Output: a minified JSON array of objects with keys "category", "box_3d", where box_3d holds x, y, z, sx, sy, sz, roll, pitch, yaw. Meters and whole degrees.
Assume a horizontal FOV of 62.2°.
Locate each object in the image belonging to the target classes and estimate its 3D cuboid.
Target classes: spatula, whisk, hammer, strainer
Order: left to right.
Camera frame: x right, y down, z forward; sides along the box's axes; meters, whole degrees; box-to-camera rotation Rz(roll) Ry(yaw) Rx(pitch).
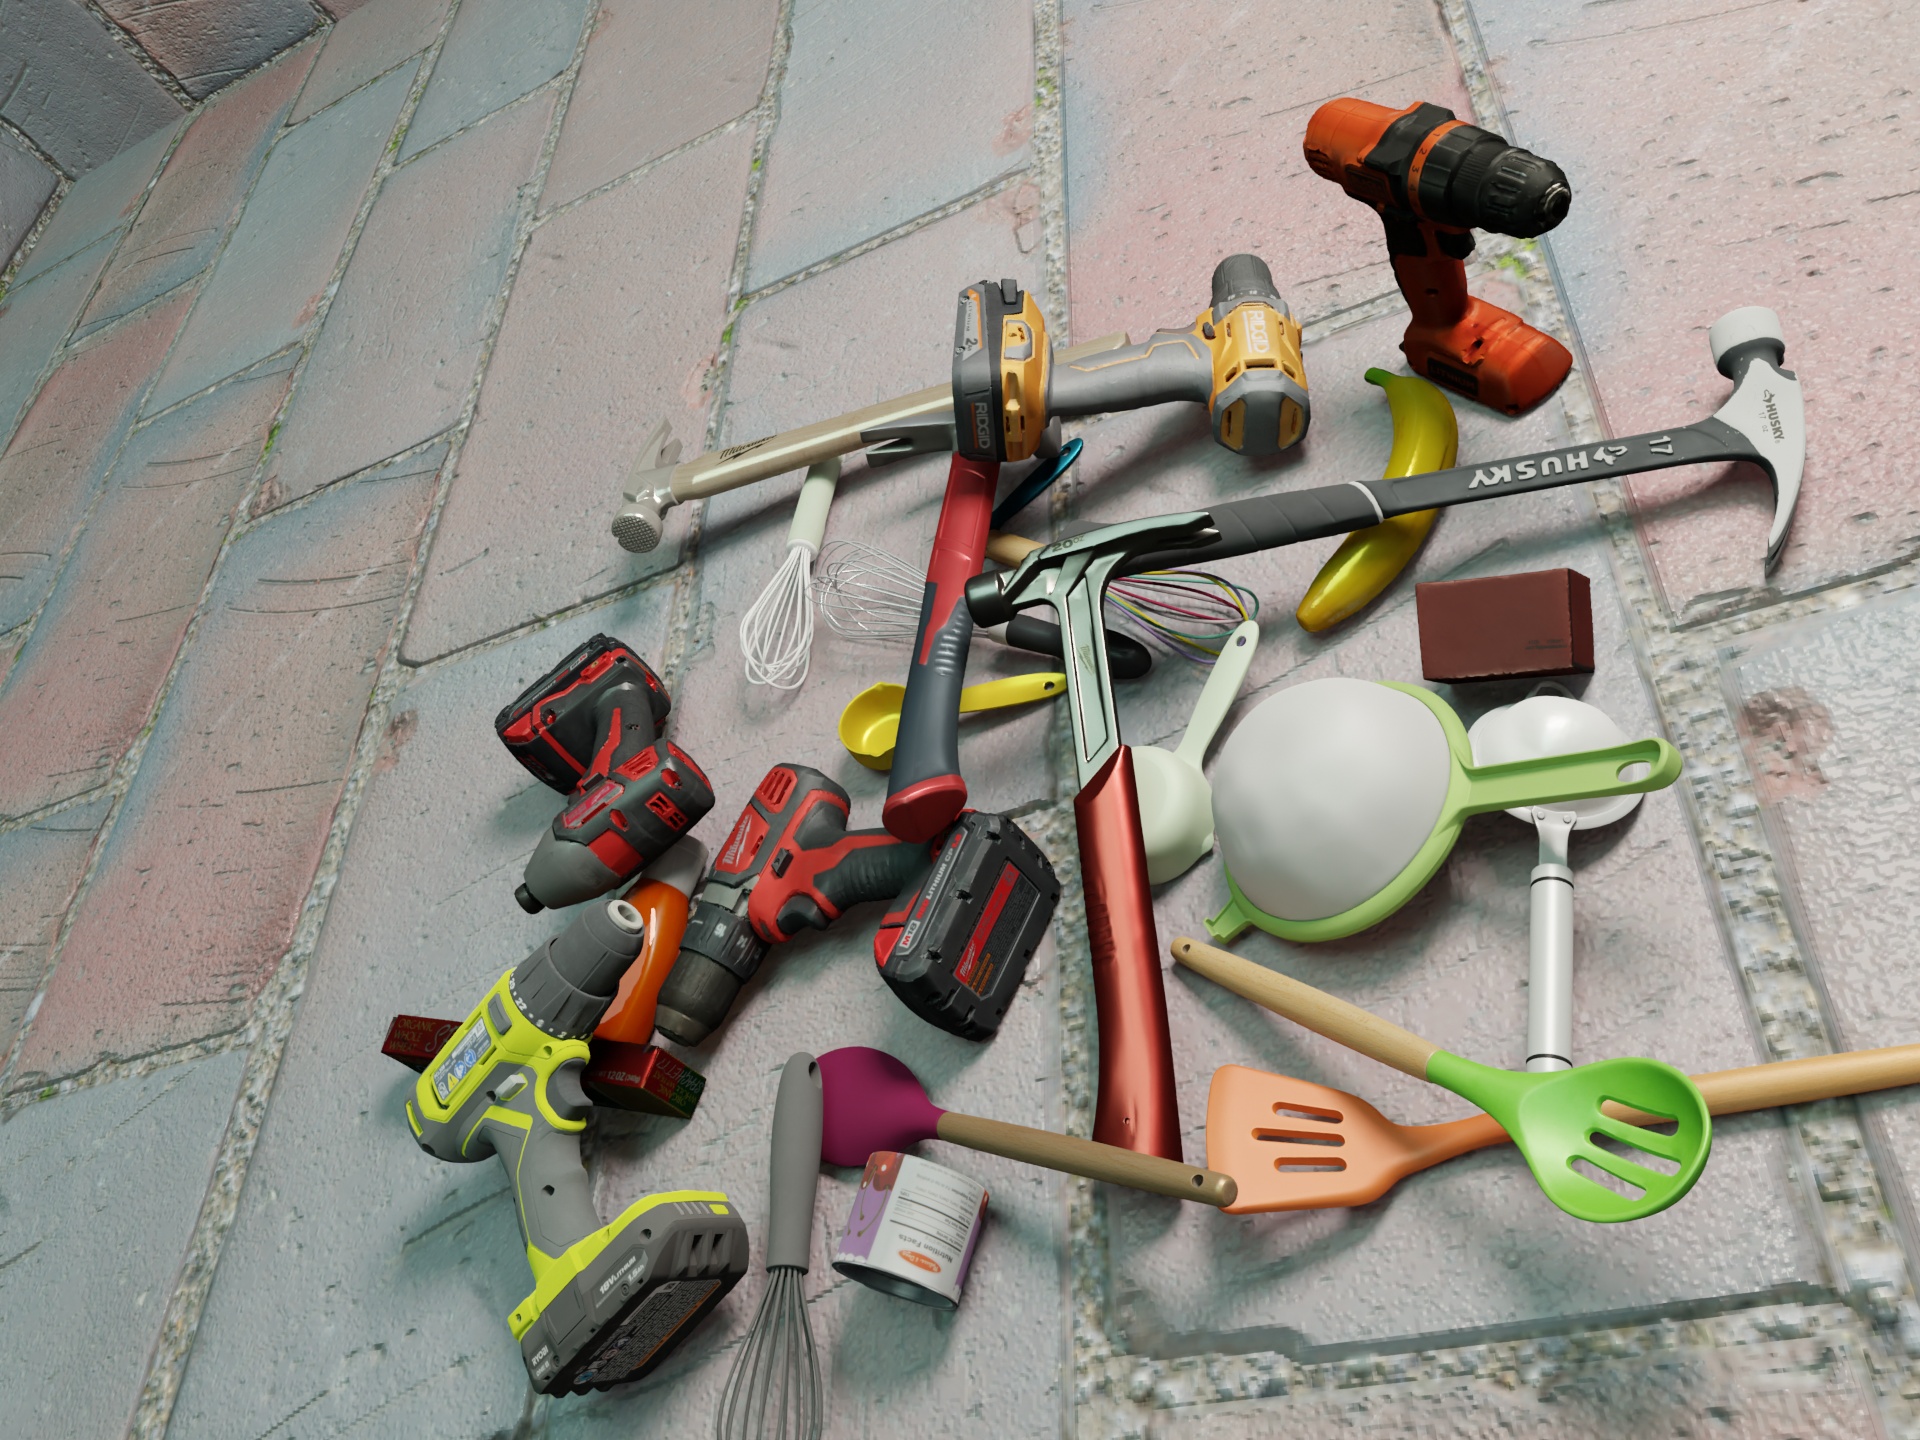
[{"category":"whisk","box_3d":[-0.093,0.285,0.829,0.055,0.055,0.239,-17,50,23]},{"category":"whisk","box_3d":[-0.118,-0.120,1.179,0.058,0.059,0.247,-28,38,37]},{"category":"hammer","box_3d":[-0.068,-0.228,1.206,0.410,0.038,0.146,-12,40,18]},{"category":"hammer","box_3d":[-0.021,-0.077,1.000,0.143,0.038,0.387,-4,43,13]},{"category":"whisk","box_3d":[0.005,-0.069,1.048,0.285,0.070,0.070,17,67,37]},{"category":"whisk","box_3d":[0.094,-0.091,1.012,0.245,0.047,0.051,26,75,47]},{"category":"hammer","box_3d":[0.088,0.061,0.838,0.149,0.036,0.359,-14,64,19]},{"category":"strainer","box_3d":[0.211,0.024,0.769,0.256,0.069,0.152,-13,50,51]},{"category":"hammer","box_3d":[0.246,-0.120,0.885,0.409,0.036,0.149,-9,61,19]},{"category":"strainer","box_3d":[0.278,0.068,0.741,0.087,0.050,0.259,7,54,12]},{"category":"spatula","box_3d":[0.267,0.166,0.691,0.322,0.041,0.081,-16,37,22]}]

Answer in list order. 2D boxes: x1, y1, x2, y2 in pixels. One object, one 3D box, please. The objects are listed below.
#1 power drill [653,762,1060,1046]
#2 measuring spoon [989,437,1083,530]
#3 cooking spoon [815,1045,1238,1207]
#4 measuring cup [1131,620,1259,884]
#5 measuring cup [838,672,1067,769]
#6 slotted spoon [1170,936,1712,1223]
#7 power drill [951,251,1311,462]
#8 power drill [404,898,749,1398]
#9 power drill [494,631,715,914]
[{"category":"power drill","box_3d":[-0.074,0.122,0.937,0.227,0.080,0.188,8,61,41]},{"category":"measuring spoon","box_3d":[0.035,-0.160,1.120,0.128,0.021,0.042,-43,44,-2]},{"category":"cooking spoon","box_3d":[0.010,0.211,0.812,0.319,0.017,0.069,-2,55,47]},{"category":"measuring cup","box_3d":[0.121,0.011,0.895,0.083,0.038,0.167,22,82,43]},{"category":"measuring cup","box_3d":[-0.002,-0.003,1.027,0.156,0.029,0.062,-11,50,12]},{"category":"slotted spoon","box_3d":[0.197,0.146,0.718,0.070,0.031,0.314,-56,31,-10]},{"category":"power drill","box_3d":[0.112,-0.249,1.058,0.226,0.084,0.186,-1,47,5]},{"category":"power drill","box_3d":[-0.211,0.232,0.888,0.190,0.080,0.229,-48,54,16]},{"category":"power drill","box_3d":[-0.252,0.039,1.090,0.143,0.078,0.220,-39,32,2]}]
